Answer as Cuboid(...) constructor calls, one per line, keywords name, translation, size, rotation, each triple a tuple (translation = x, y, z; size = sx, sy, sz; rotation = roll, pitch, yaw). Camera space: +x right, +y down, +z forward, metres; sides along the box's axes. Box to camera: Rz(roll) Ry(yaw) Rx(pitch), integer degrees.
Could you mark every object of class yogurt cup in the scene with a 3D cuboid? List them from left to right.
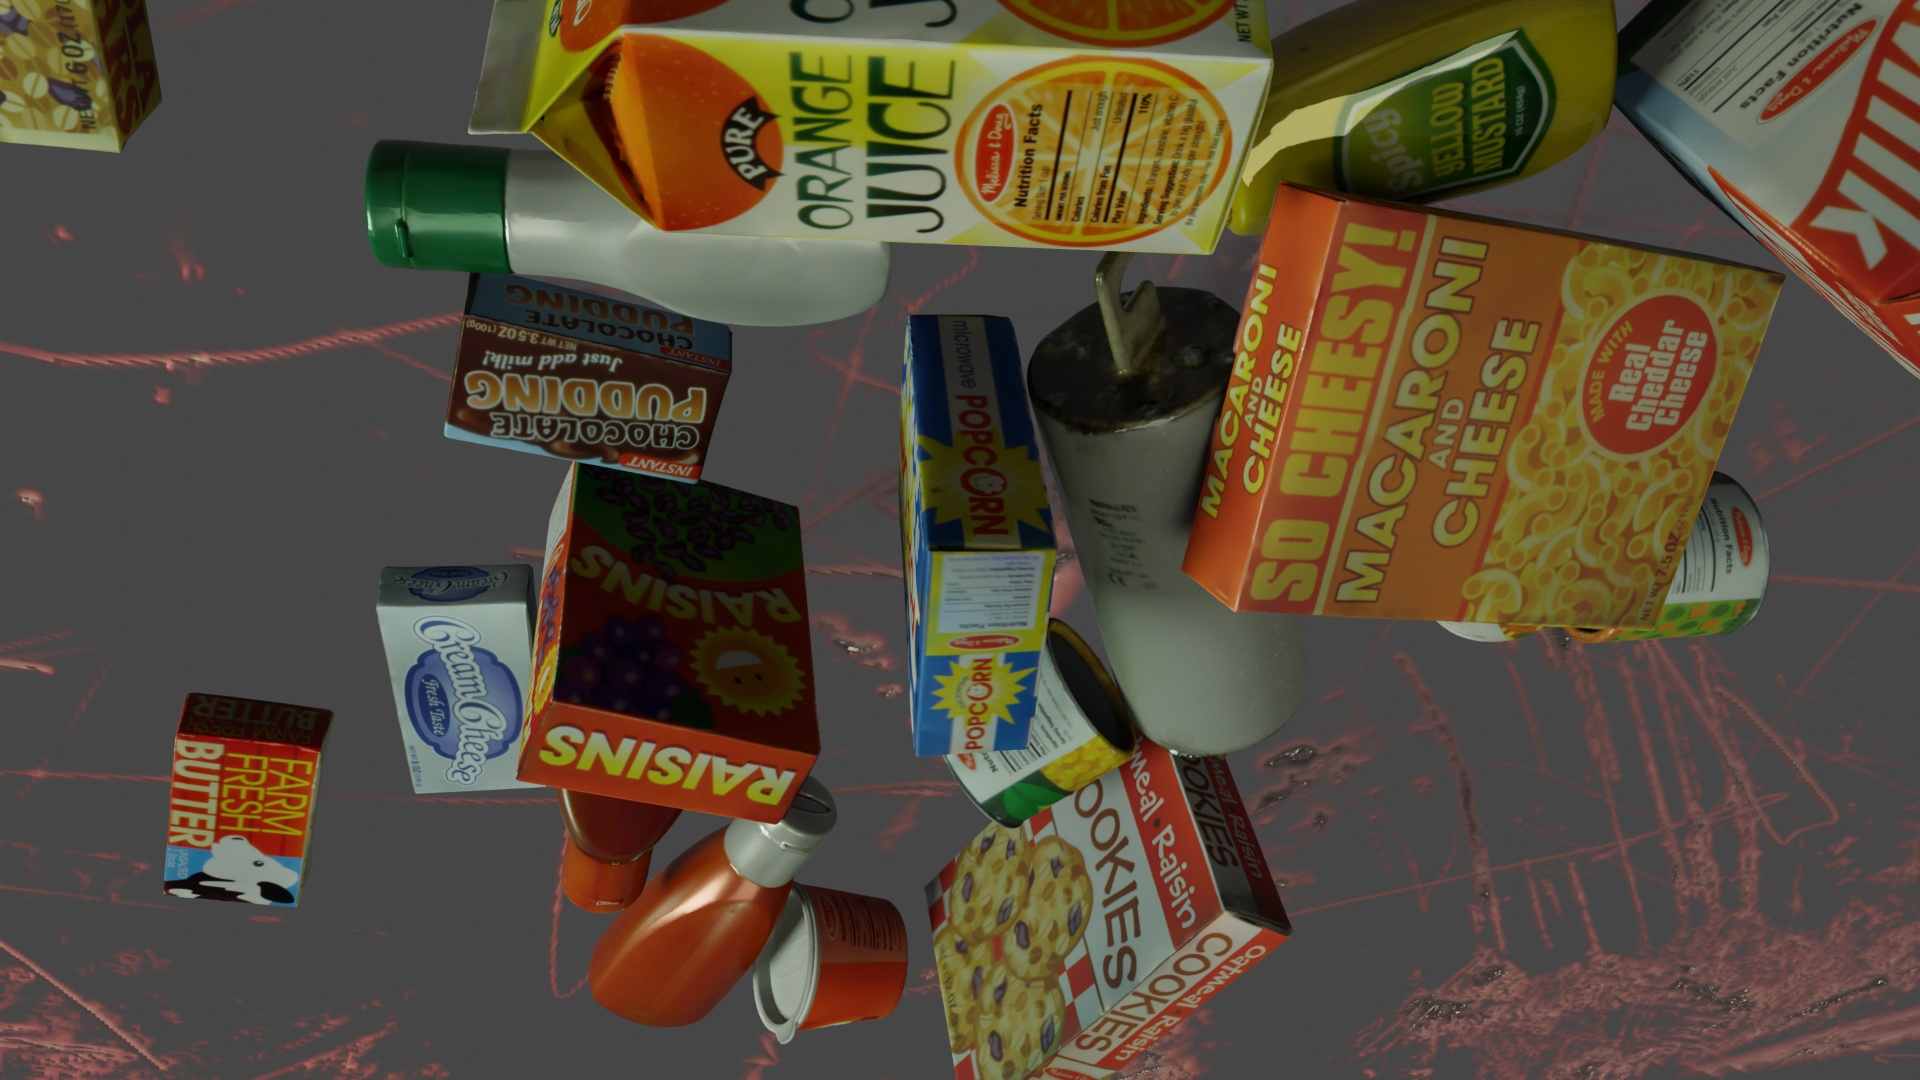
Cuboid(name="yogurt cup", translation=(-0.060, 0.195, 0.651), size=(0.054, 0.073, 0.072), rotation=(11, 127, -29))

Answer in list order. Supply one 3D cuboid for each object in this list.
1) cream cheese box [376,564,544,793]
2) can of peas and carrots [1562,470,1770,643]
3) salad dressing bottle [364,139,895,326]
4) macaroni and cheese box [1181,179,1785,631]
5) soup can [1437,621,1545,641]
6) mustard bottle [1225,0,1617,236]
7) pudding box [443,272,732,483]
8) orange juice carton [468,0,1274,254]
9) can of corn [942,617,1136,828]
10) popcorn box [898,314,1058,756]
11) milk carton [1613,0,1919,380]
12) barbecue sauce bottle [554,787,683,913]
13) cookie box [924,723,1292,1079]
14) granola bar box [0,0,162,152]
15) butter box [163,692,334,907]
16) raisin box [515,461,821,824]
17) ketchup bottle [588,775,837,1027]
Cuboid(name="cream cheese box", translation=(-0.188, 0.054, 0.532), size=(0.053, 0.024, 0.103), rotation=(-2, 130, -11))
Cuboid(name="can of peas and carrots", translation=(0.273, 0.008, 0.554), size=(0.059, 0.071, 0.070), rotation=(-3, 130, -7))
Cuboid(name="salad dressing bottle", translation=(-0.095, -0.096, 0.411), size=(0.148, 0.044, 0.064), rotation=(1, 135, -10))
Cuboid(name="macaroni and cheese box", translation=(0.161, -0.036, 0.433), size=(0.167, 0.040, 0.123), rotation=(4, 109, -22))
Cuboid(name="soup can", translation=(0.193, -0.012, 0.522), size=(0.071, 0.072, 0.083), rotation=(-33, 128, 17))
Cuboid(name="mustard bottle", translation=(0.112, -0.125, 0.421), size=(0.160, 0.049, 0.065), rotation=(-18, 132, 4))
Cuboid(name="pudding box", translation=(-0.121, -0.052, 0.451), size=(0.084, 0.030, 0.049), rotation=(11, 128, -19))
Cuboid(name="orange juice carton", translation=(-0.024, -0.126, 0.358), size=(0.193, 0.072, 0.072), rotation=(2, 152, -3))
Cuboid(name="can of corn", translation=(0.031, 0.073, 0.564), size=(0.058, 0.071, 0.071), rotation=(-34, 128, 17))
Cuboid(name="popcorn box", translation=(0.002, -0.006, 0.450), size=(0.038, 0.127, 0.084), rotation=(1, 129, -6))
Cuboid(name="milk carton", translation=(0.261, -0.099, 0.378), size=(0.072, 0.191, 0.073), rotation=(29, 120, -30))
Cuboid(name="barbecue sauce bottle", translation=(-0.136, 0.094, 0.563), size=(0.065, 0.044, 0.147), rotation=(3, 130, -22))
Cuboid(name="cookie box", translation=(0.056, 0.158, 0.601), size=(0.040, 0.123, 0.166), rotation=(25, 121, -29))
Cuboid(name="granola bar box", translation=(-0.266, -0.177, 0.313), size=(0.124, 0.039, 0.164), rotation=(3, 129, -13))
Cuboid(name="butter box", translation=(-0.286, 0.105, 0.557), size=(0.053, 0.024, 0.103), rotation=(11, 127, -20))
Cuboid(name="raisin box", translation=(-0.096, 0.030, 0.463), size=(0.086, 0.124, 0.040), rotation=(16, 125, -23))
Cuboid(name="ketchup bottle", translation=(-0.108, 0.162, 0.625), size=(0.065, 0.044, 0.148), rotation=(23, 122, -28))
